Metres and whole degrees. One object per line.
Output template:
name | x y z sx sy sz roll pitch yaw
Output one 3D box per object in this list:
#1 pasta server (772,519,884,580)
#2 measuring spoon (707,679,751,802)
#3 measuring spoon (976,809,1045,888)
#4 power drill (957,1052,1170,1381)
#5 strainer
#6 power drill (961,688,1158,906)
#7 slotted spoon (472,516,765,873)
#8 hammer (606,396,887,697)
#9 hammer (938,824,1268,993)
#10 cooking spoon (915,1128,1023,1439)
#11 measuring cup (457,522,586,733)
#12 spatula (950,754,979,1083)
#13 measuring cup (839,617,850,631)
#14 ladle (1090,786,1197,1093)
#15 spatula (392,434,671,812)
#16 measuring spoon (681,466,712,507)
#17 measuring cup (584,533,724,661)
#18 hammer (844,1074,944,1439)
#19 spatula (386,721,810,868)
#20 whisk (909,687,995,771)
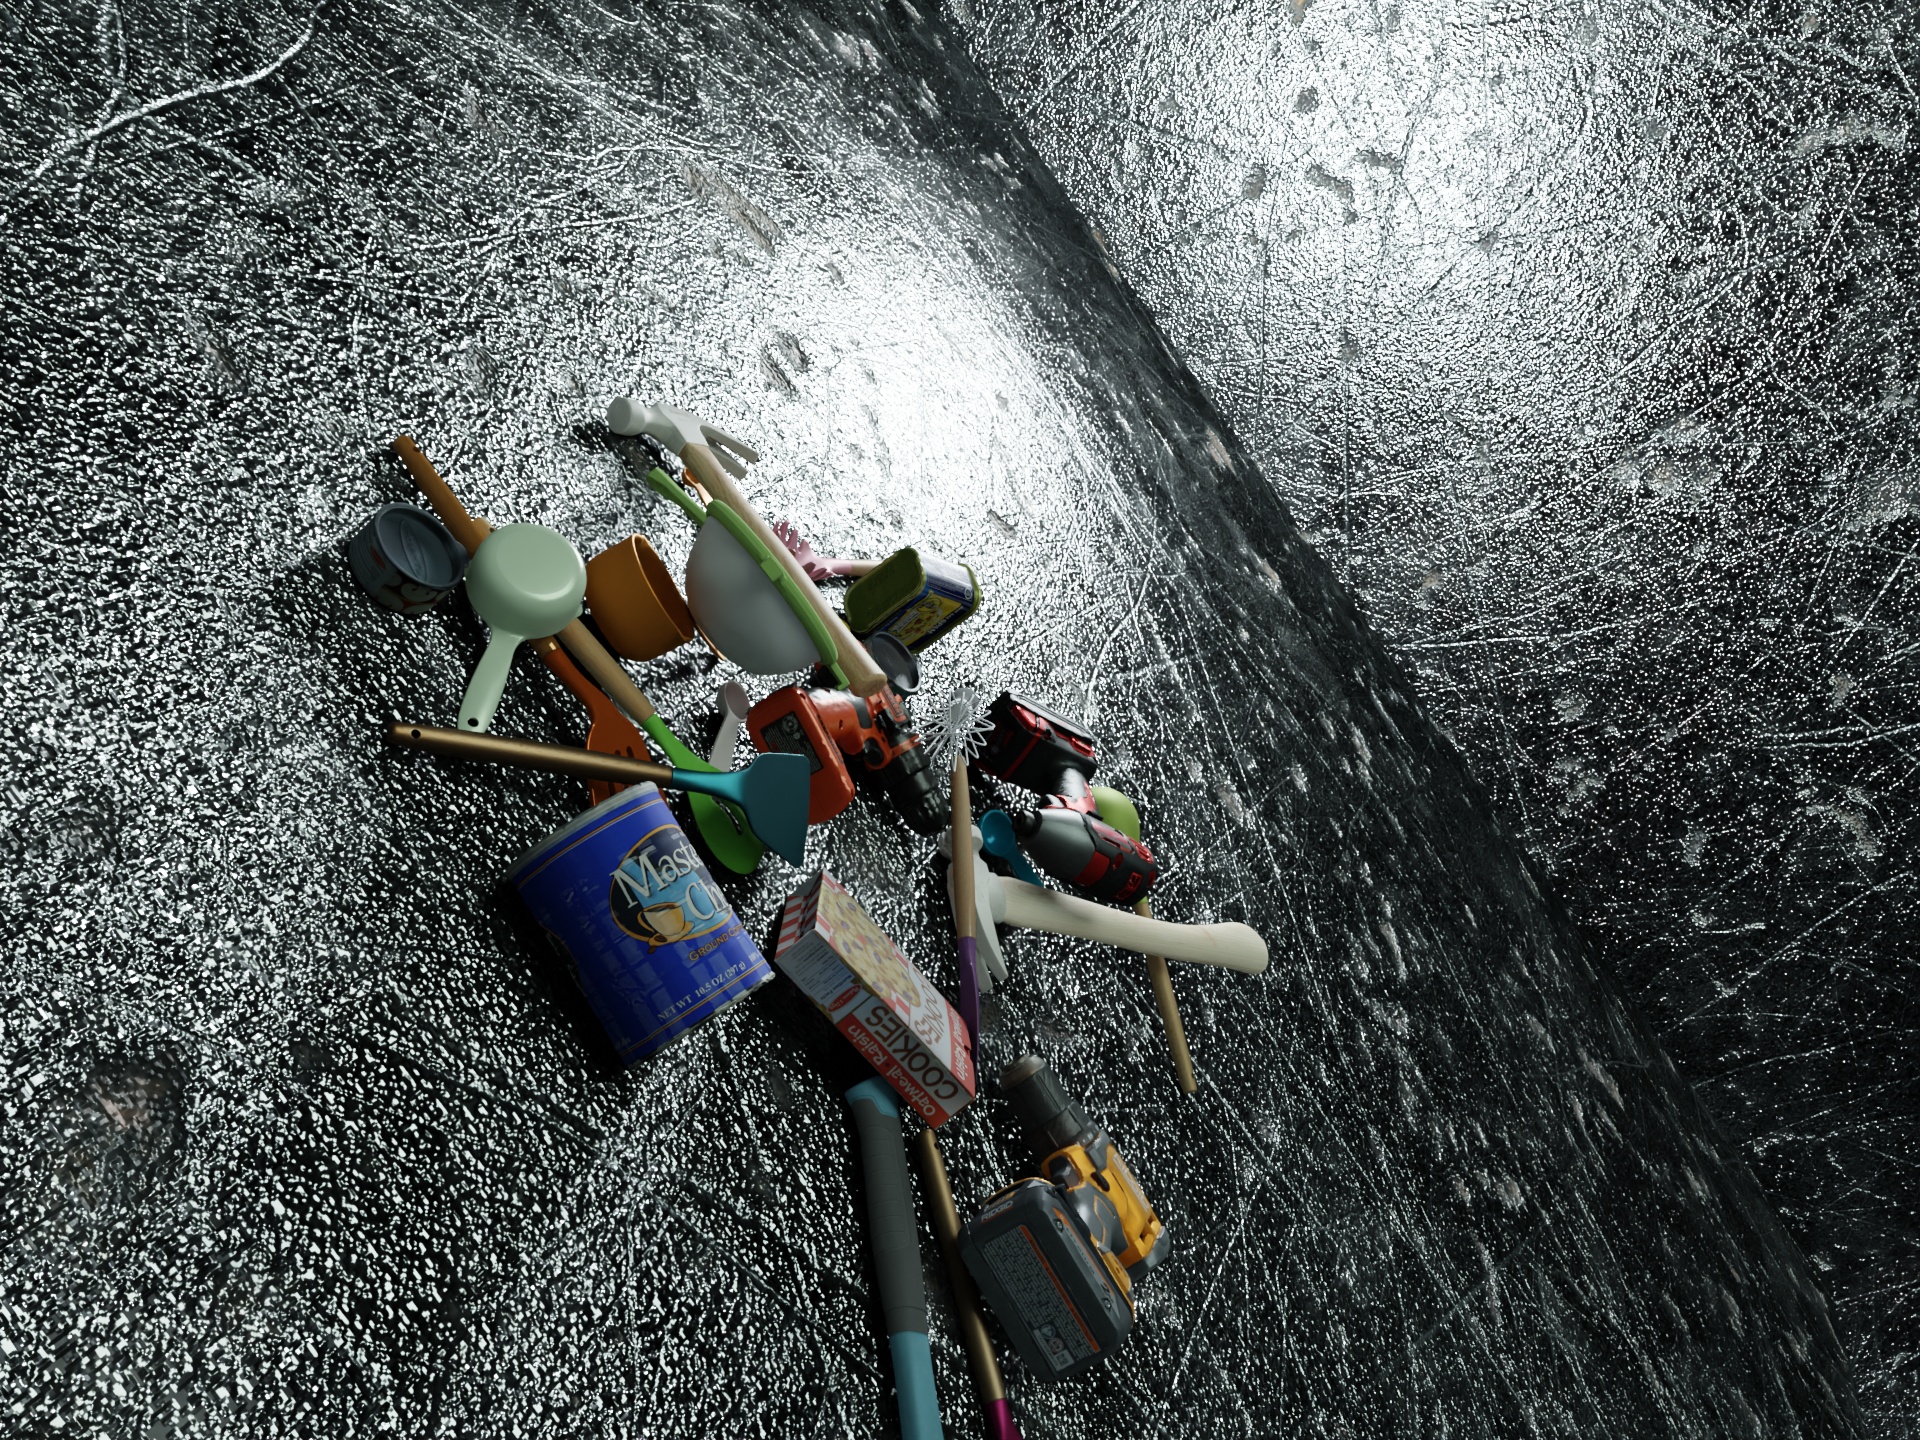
pasta server | -0.091 -0.151 1.519 0.060 0.040 0.316 51 23 16
measuring spoon | -0.183 0.019 1.197 0.034 0.018 0.124 52 30 -34
measuring spoon | 0.050 0.137 1.450 0.042 0.021 0.128 -47 112 -39
power drill | 0.069 0.346 1.146 0.185 0.084 0.226 58 16 5
strainer | -0.193 -0.114 1.212 0.257 0.069 0.151 43 -12 37
power drill | 0.083 0.070 1.434 0.143 0.078 0.220 26 21 -29
slotted spoon | -0.239 -0.020 1.123 0.313 0.031 0.070 50 28 -5
hammer | -0.162 -0.146 1.315 0.331 0.031 0.130 52 27 22
hammer | 0.150 0.199 1.456 0.410 0.038 0.146 17 46 -40
cooking spoon | 0.016 0.423 1.050 0.068 0.017 0.319 25 39 -49
measuring cup | -0.292 -0.060 1.032 0.083 0.038 0.168 22 51 -17
spatula | 0.004 0.155 1.284 0.018 0.059 0.316 4 50 -8
measuring cup | -0.138 -0.104 1.389 0.156 0.029 0.062 20 49 -52
ladle | 0.172 0.210 1.553 0.078 0.062 0.320 26 45 -54
spatula | -0.297 -0.059 1.081 0.323 0.041 0.081 54 27 6
measuring spoon | -0.209 -0.167 1.374 0.117 0.011 0.021 58 26 -3
measuring cup | -0.228 -0.071 1.194 0.095 0.052 0.173 65 2 24
hammer | -0.035 0.375 1.002 0.128 0.033 0.331 30 35 -40
spatula | -0.221 0.037 1.044 0.317 0.044 0.082 13 74 -37
whisk | -0.003 -0.004 1.411 0.070 0.070 0.284 54 5 -4
